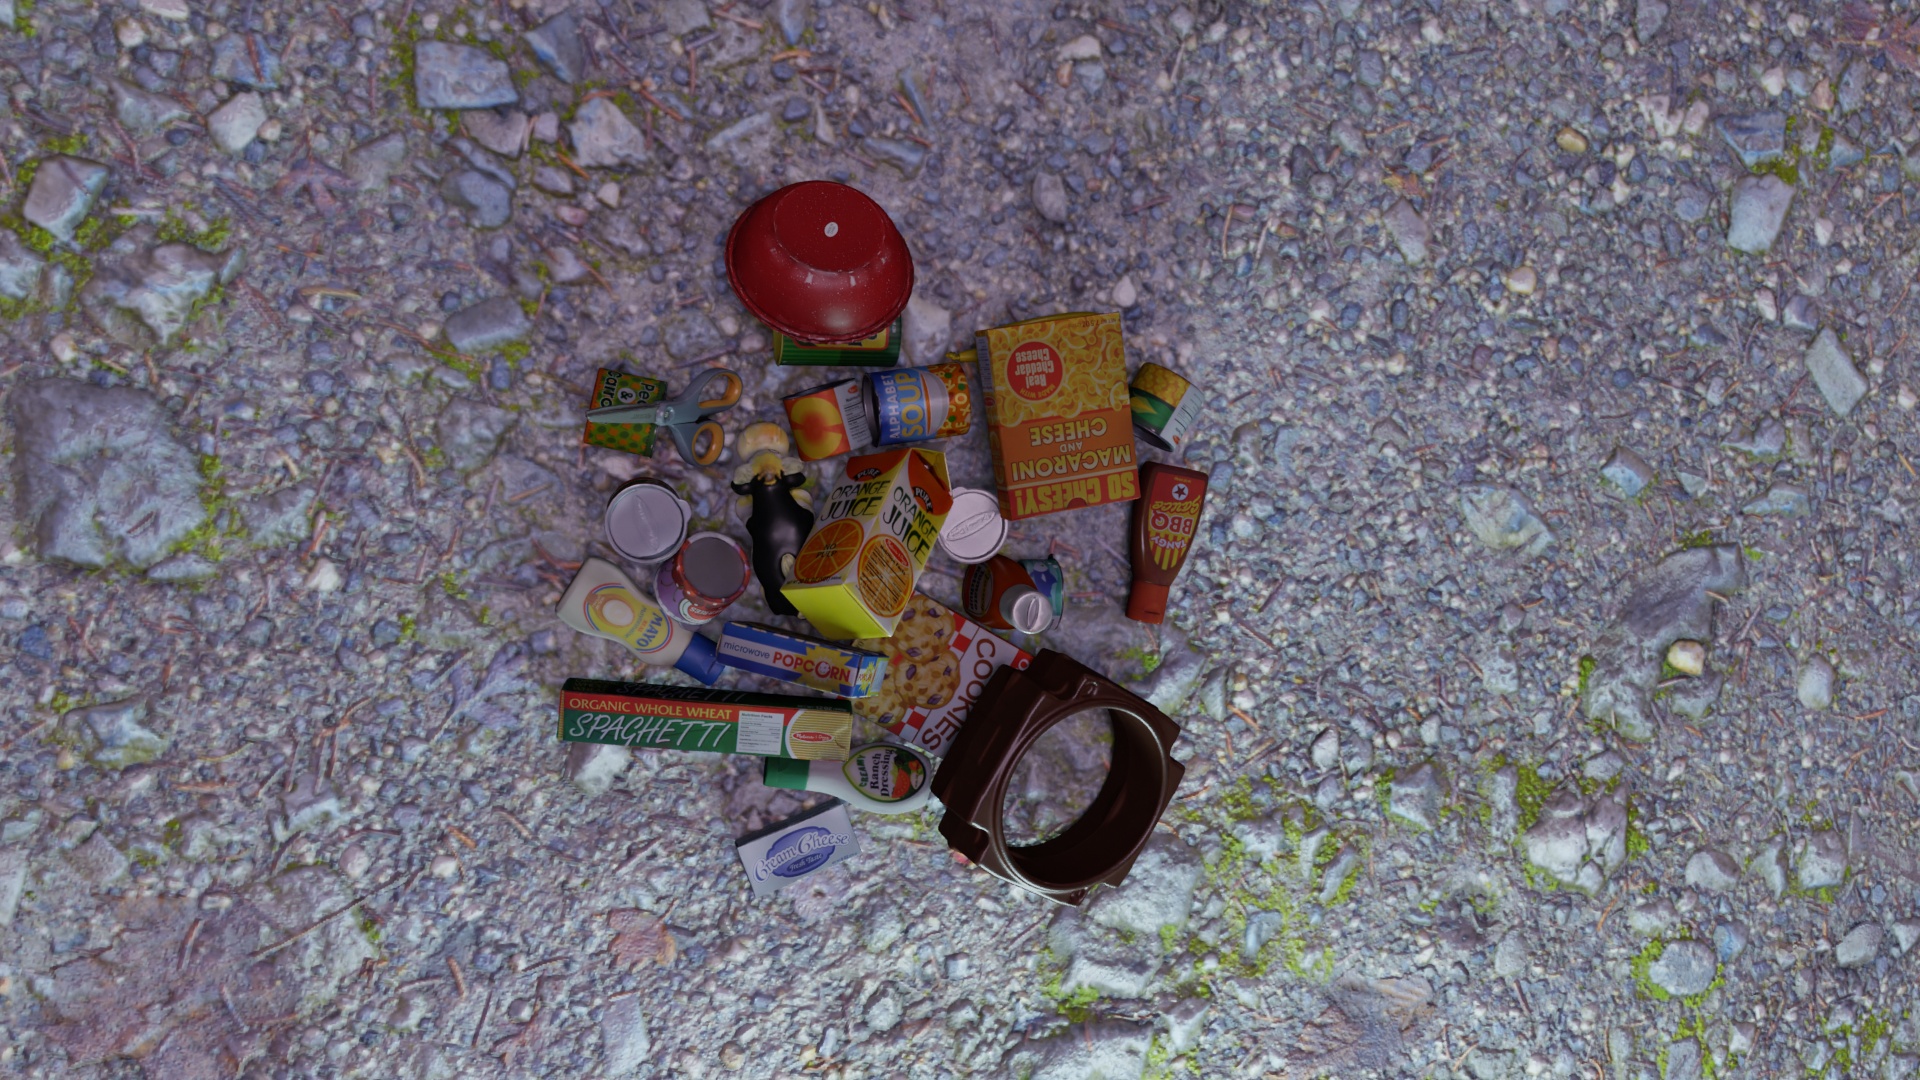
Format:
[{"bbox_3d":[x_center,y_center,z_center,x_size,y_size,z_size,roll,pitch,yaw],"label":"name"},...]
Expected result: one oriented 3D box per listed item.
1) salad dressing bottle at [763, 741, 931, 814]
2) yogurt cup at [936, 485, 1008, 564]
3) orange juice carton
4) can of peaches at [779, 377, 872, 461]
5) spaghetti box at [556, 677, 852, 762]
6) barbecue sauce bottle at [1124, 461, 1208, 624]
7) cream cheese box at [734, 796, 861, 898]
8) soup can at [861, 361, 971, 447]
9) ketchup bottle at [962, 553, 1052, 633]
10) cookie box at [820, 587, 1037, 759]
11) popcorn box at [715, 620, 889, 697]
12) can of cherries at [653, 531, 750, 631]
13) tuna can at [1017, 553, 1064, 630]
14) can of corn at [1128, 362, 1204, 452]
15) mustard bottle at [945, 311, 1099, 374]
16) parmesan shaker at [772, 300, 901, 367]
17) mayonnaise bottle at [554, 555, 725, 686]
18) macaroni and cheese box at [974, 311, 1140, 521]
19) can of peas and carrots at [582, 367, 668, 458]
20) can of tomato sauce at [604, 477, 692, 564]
[{"bbox_3d":[-0.102,0.211,1.251,0.148,0.043,0.064,7,65,-10],"label":"salad dressing bottle"},{"bbox_3d":[0.004,-0.016,1.249,0.072,0.054,0.072,-2,97,-14],"label":"yogurt cup"},{"bbox_3d":[-0.069,-0.012,1.177,0.073,0.071,0.194,52,47,-35],"label":"orange juice carton"},{"bbox_3d":[-0.117,-0.104,1.205,0.071,0.071,0.058,-18,101,-11],"label":"can of peaches"},{"bbox_3d":[-0.220,0.156,1.206,0.250,0.029,0.050,6,109,-7],"label":"spaghetti box"},{"bbox_3d":[0.187,0.003,1.303,0.065,0.044,0.148,11,94,-16],"label":"barbecue sauce bottle"},{"bbox_3d":[-0.148,0.278,1.261,0.104,0.024,0.053,-21,100,-11],"label":"cream cheese box"},{"bbox_3d":[-0.038,-0.120,1.218,0.084,0.071,0.071,-9,99,-13],"label":"soup can"},{"bbox_3d":[0.041,0.050,1.217,0.043,0.149,0.064,9,95,-16],"label":"ketchup bottle"},{"bbox_3d":[-0.026,0.122,1.265,0.167,0.040,0.123,30,89,-15],"label":"cookie box"},{"bbox_3d":[-0.134,0.101,1.187,0.127,0.085,0.038,13,87,13],"label":"popcorn box"},{"bbox_3d":[-0.219,0.035,1.180,0.071,0.058,0.072,16,59,-28],"label":"can of cherries"},{"bbox_3d":[0.070,0.047,1.267,0.033,0.071,0.071,1,96,-13],"label":"tuna can"},{"bbox_3d":[0.180,-0.124,1.276,0.071,0.071,0.058,32,88,-15],"label":"can of corn"},{"bbox_3d":[0.066,-0.170,1.250,0.160,0.049,0.065,-7,97,-13],"label":"mustard bottle"},{"bbox_3d":[-0.107,-0.186,1.197,0.103,0.071,0.071,-1,97,-14],"label":"parmesan shaker"},{"bbox_3d":[-0.270,0.074,1.198,0.148,0.041,0.065,32,85,-15],"label":"mayonnaise bottle"},{"bbox_3d":[0.086,-0.109,1.212,0.124,0.040,0.166,-10,98,-15],"label":"macaroni and cheese box"},{"bbox_3d":[-0.279,-0.108,1.160,0.059,0.071,0.071,12,94,-14],"label":"can of peas and carrots"},{"bbox_3d":[-0.263,-0.020,1.167,0.071,0.083,0.071,-2,97,-14],"label":"can of tomato sauce"}]
